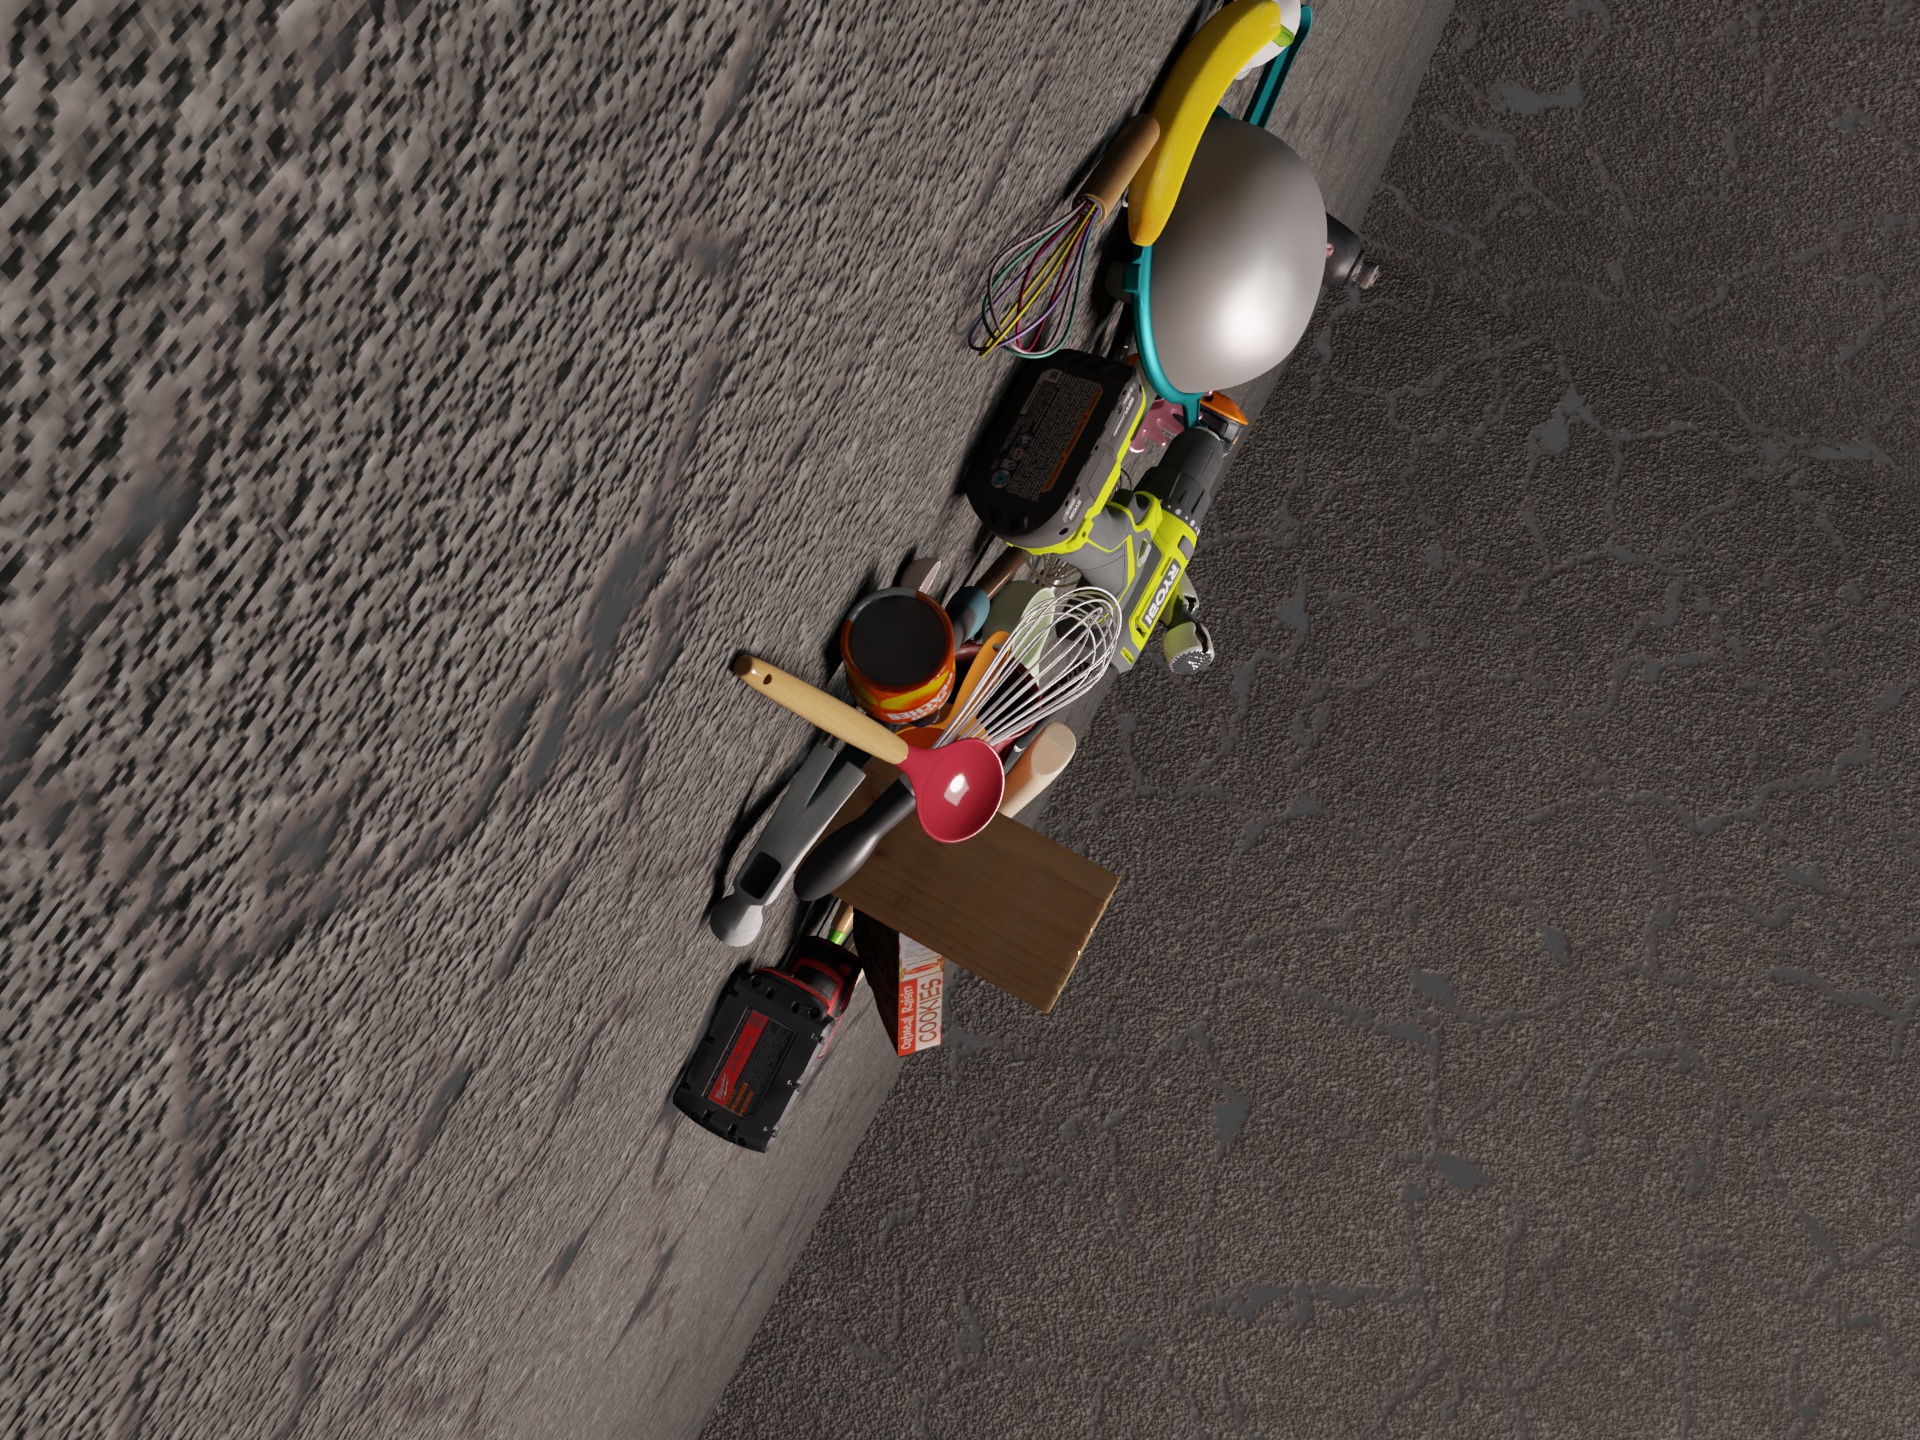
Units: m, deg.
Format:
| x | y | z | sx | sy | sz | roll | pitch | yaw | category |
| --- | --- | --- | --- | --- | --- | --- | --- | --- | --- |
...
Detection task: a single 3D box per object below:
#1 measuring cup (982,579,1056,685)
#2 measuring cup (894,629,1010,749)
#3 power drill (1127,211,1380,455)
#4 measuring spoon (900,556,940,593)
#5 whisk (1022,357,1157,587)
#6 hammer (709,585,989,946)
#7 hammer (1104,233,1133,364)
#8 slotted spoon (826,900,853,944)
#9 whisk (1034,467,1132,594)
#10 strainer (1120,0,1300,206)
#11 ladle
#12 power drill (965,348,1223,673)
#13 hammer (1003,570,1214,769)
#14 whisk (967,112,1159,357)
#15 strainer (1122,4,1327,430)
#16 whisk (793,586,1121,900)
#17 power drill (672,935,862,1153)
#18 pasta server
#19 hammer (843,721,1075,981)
| x | y | z | sx | sy | sz | roll | pitch | yaw | category |
| --- | --- | --- | --- | --- | --- | --- | --- | --- | --- |
| 0.049 | -0.056 | 1.413 | 0.083 | 0.038 | 0.167 | -53 | 156 | -32 | measuring cup |
| -0.002 | -0.004 | 1.164 | 0.052 | 0.095 | 0.173 | -75 | -169 | -62 | measuring cup |
| 0.232 | -0.331 | 1.327 | 0.226 | 0.164 | 0.084 | -63 | 173 | 16 | power drill |
| -0.044 | -0.059 | 1.018 | 0.124 | 0.018 | 0.034 | -60 | 176 | 41 | measuring spoon |
| 0.115 | -0.209 | 1.191 | 0.246 | 0.058 | 0.059 | -63 | -179 | -5 | whisk |
| -0.055 | 0.005 | 1.032 | 0.128 | 0.033 | 0.331 | -56 | 179 | 40 | hammer |
| 0.117 | -0.265 | 1.276 | 0.127 | 0.034 | 0.336 | -56 | 170 | -34 | hammer |
| -0.094 | 0.157 | 1.367 | 0.314 | 0.031 | 0.070 | -63 | 172 | -8 | slotted spoon |
| 0.088 | -0.133 | 1.494 | 0.239 | 0.055 | 0.055 | -60 | 173 | 8 | whisk |
| 0.172 | -0.429 | 1.062 | 0.258 | 0.050 | 0.086 | -56 | 155 | -21 | strainer |
| -0.046 | 0.013 | 0.888 | 0.069 | 0.031 | 0.315 | -63 | 154 | -3 | ladle |
| 0.106 | -0.156 | 1.102 | 0.190 | 0.080 | 0.228 | -62 | 149 | -7 | power drill |
| 0.059 | -0.006 | 1.334 | 0.408 | 0.036 | 0.149 | -45 | -134 | 42 | hammer |
| 0.067 | -0.276 | 0.890 | 0.047 | 0.051 | 0.245 | 98 | 17 | -51 | whisk |
| 0.230 | -0.385 | 1.156 | 0.340 | 0.095 | 0.210 | -67 | 150 | -16 | strainer |
| -0.003 | 0.018 | 1.037 | 0.284 | 0.070 | 0.070 | -44 | 173 | 3 | whisk |
| -0.139 | 0.244 | 1.203 | 0.143 | 0.078 | 0.219 | -63 | 175 | 1 | power drill |
| 0.092 | -0.172 | 1.240 | 0.316 | 0.040 | 0.060 | -48 | 154 | -21 | pasta server |
| -0.017 | 0.128 | 1.376 | 0.410 | 0.038 | 0.146 | -50 | -177 | 40 | hammer |
